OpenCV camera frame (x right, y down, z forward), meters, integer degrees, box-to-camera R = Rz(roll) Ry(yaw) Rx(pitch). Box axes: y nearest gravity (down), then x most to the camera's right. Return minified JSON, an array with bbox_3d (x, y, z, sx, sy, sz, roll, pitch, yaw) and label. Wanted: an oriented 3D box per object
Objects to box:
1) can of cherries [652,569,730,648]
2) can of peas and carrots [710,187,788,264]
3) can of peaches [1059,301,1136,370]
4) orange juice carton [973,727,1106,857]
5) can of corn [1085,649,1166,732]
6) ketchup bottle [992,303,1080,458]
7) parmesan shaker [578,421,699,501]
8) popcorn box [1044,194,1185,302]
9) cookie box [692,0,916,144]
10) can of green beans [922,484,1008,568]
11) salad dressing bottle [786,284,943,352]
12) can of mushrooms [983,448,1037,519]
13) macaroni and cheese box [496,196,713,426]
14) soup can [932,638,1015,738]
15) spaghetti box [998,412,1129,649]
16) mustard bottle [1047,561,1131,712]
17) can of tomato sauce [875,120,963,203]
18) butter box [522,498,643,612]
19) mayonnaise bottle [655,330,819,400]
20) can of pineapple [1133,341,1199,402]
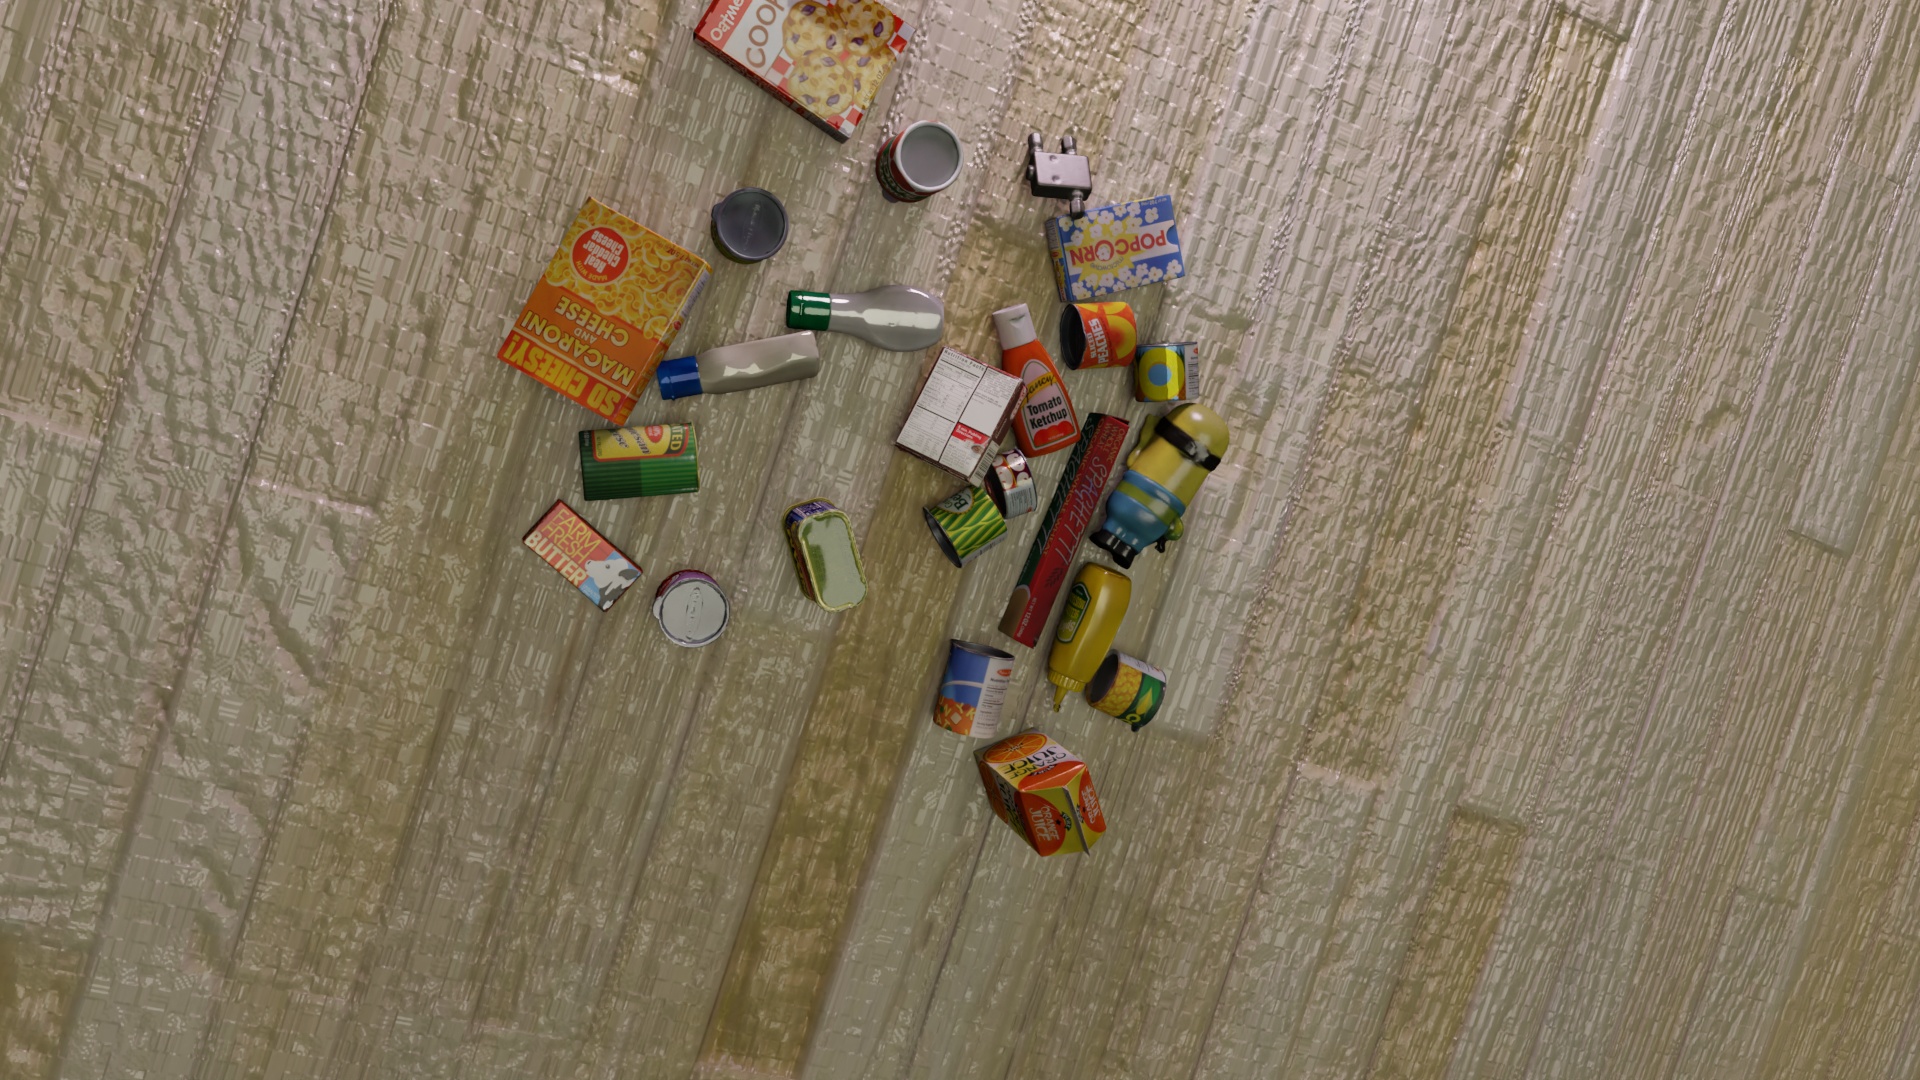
[{"bbox_3d":[-0.256,0.062,1.310,0.071,0.058,0.071,-2,99,-16],"label":"can of cherries"},{"bbox_3d":[-0.198,-0.290,1.284,0.071,0.059,0.071,-2,97,-16],"label":"can of peas and carrots"},{"bbox_3d":[0.139,-0.204,1.388,0.058,0.071,0.071,-5,98,-17],"label":"can of peaches"},{"bbox_3d":[0.082,0.249,1.362,0.073,0.193,0.071,-20,101,-14],"label":"orange juice carton"},{"bbox_3d":[0.170,0.156,1.443,0.058,0.071,0.071,26,89,-17],"label":"can of corn"},{"bbox_3d":[0.070,-0.161,1.387,0.065,0.043,0.148,-21,102,-13],"label":"ketchup bottle"},{"bbox_3d":[-0.295,-0.071,1.275,0.103,0.071,0.071,-6,99,-16],"label":"parmesan shaker"},{"bbox_3d":[0.155,-0.294,1.399,0.127,0.038,0.085,-15,100,-14],"label":"popcorn box"},{"bbox_3d":[-0.145,-0.469,1.287,0.167,0.040,0.123,31,87,-17],"label":"cookie box"},{"bbox_3d":[0.006,-0.015,1.374,0.058,0.071,0.071,-32,105,-11],"label":"can of green beans"},{"bbox_3d":[-0.092,-0.216,1.333,0.148,0.044,0.064,3,98,-16],"label":"salad dressing bottle"},{"bbox_3d":[0.048,-0.057,1.383,0.033,0.071,0.071,-19,102,-12],"label":"can of mushrooms"},{"bbox_3d":[-0.319,-0.205,1.252,0.124,0.040,0.166,30,88,1],"label":"macaroni and cheese box"},{"bbox_3d":[0.011,0.149,1.398,0.071,0.071,0.083,13,94,-17],"label":"soup can"},{"bbox_3d":[0.105,-0.013,1.412,0.029,0.050,0.250,23,90,-19],"label":"spaghetti box"},{"bbox_3d":[0.124,0.104,1.426,0.049,0.065,0.160,19,95,-22],"label":"mustard bottle"},{"bbox_3d":[-0.041,-0.355,1.310,0.071,0.083,0.071,-2,97,-16],"label":"can of tomato sauce"},{"bbox_3d":[-0.352,0.014,1.294,0.103,0.024,0.053,44,84,-16],"label":"butter box"},{"bbox_3d":[-0.208,-0.162,1.297,0.148,0.064,0.041,-11,82,-11],"label":"mayonnaise bottle"},{"bbox_3d":[0.208,-0.172,1.416,0.071,0.071,0.057,-6,99,-16],"label":"can of pineapple"}]
